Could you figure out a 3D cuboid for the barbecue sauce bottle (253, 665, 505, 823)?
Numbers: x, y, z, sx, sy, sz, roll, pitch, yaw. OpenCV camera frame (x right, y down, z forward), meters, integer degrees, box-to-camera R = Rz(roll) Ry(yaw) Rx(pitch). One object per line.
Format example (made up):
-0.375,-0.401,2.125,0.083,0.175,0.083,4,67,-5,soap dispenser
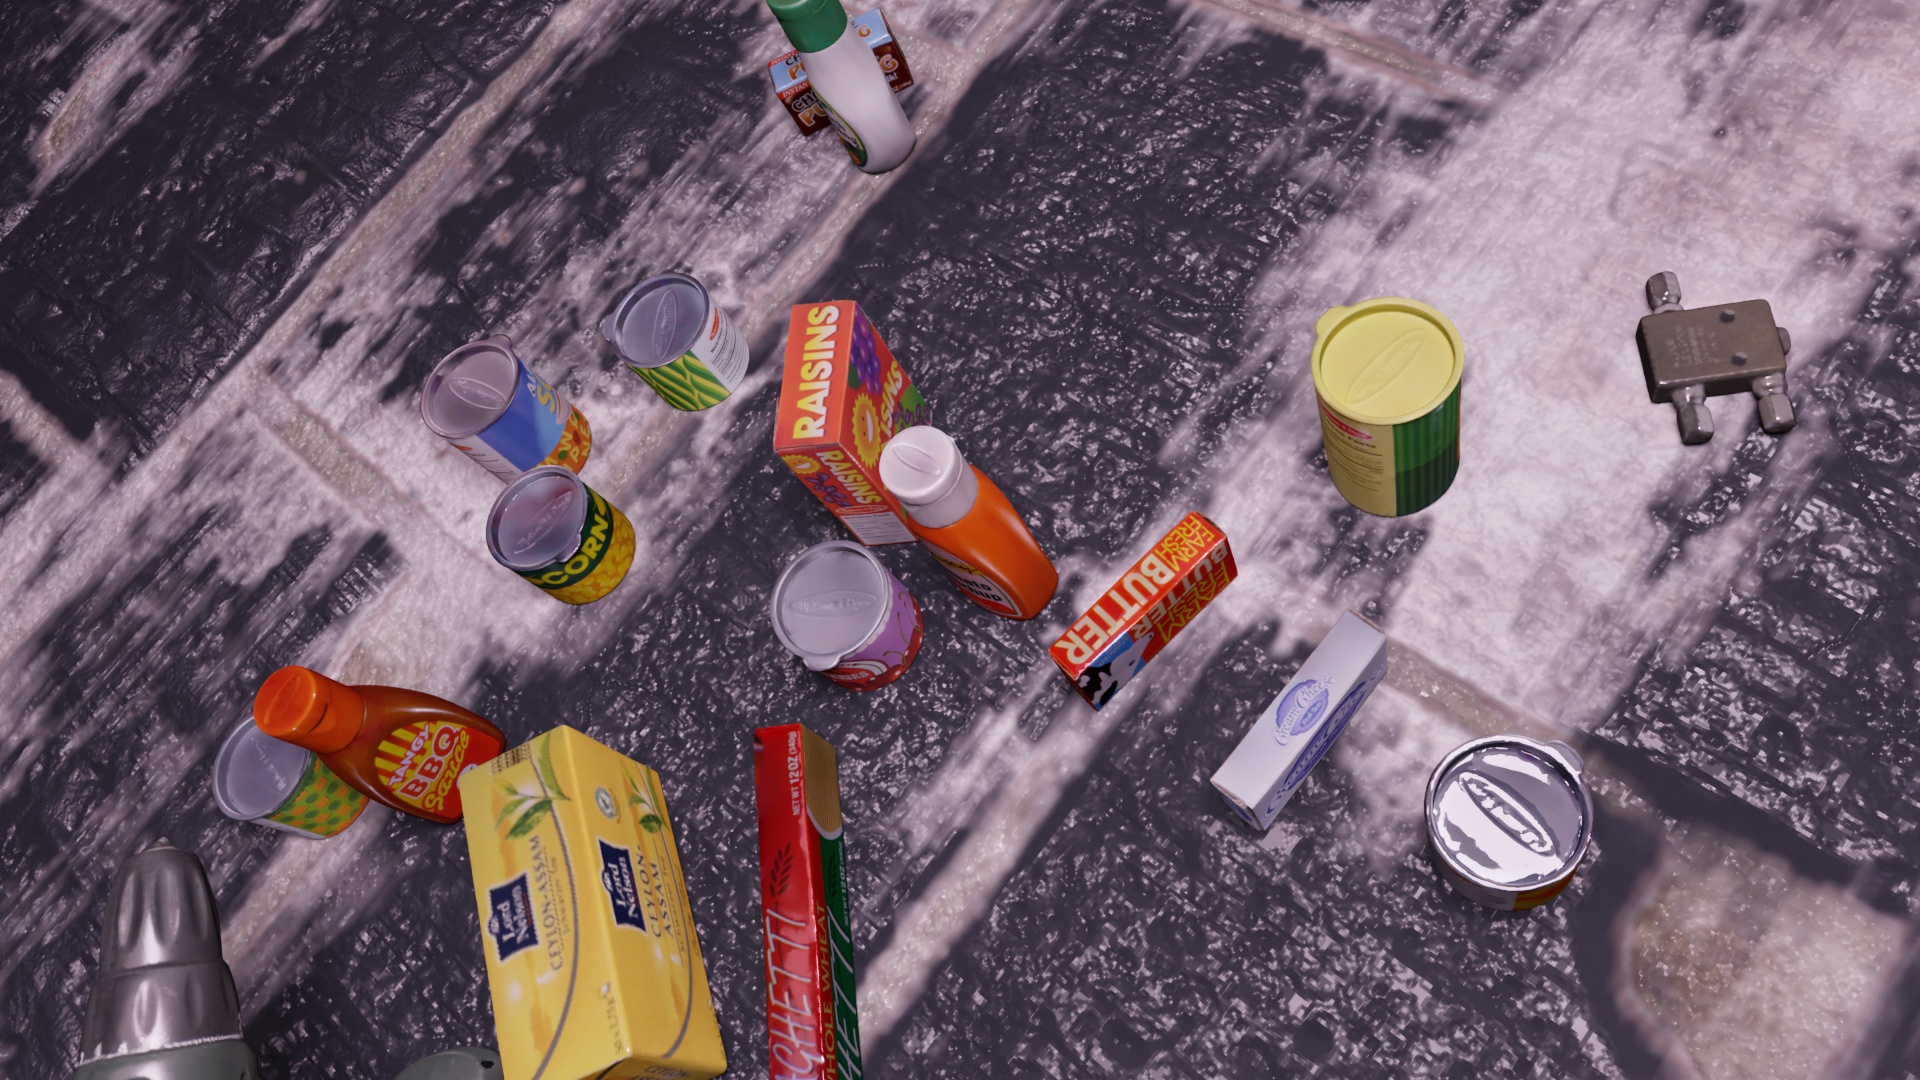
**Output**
-0.309,0.106,0.742,0.044,0.148,0.065,22,76,26,barbecue sauce bottle

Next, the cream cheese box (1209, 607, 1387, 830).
0.160,0.085,0.647,0.024,0.053,0.104,36,82,29,cream cheese box

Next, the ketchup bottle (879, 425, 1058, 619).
0.002,-0.009,0.688,0.065,0.148,0.043,28,78,27,ketchup bottle

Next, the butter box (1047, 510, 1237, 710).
0.092,0.035,0.693,0.103,0.053,0.024,-44,61,-4,butter box

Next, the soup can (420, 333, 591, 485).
-0.274,-0.076,0.851,0.071,0.083,0.071,-7,65,16,soup can

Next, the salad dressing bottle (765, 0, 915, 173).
-0.072,-0.284,0.841,0.044,0.147,0.064,-35,61,2,salad dressing bottle

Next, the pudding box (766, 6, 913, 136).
-0.078,-0.306,0.909,0.083,0.049,0.030,-24,61,7,pudding box

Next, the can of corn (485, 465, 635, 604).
-0.232,-0.001,0.817,0.071,0.058,0.071,-7,65,16,can of corn

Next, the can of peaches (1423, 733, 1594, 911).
0.237,0.122,0.601,0.071,0.058,0.071,-7,65,16,can of peaches

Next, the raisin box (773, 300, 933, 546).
-0.055,-0.060,0.746,0.040,0.123,0.086,-3,66,18,raisin box

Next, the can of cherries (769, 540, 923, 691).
-0.060,0.043,0.738,0.071,0.058,0.072,-7,65,16,can of cherries

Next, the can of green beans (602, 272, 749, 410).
-0.171,-0.121,0.851,0.071,0.057,0.071,-7,65,16,can of green beans

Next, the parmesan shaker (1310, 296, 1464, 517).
0.205,-0.064,0.670,0.071,0.103,0.071,-7,65,16,parmesan shaker

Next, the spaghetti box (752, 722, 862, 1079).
-0.072,0.213,0.669,0.028,0.050,0.251,-14,63,13,spaghetti box

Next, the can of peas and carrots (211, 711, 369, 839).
-0.384,0.134,0.807,0.071,0.058,0.071,-7,65,16,can of peas and carrots
